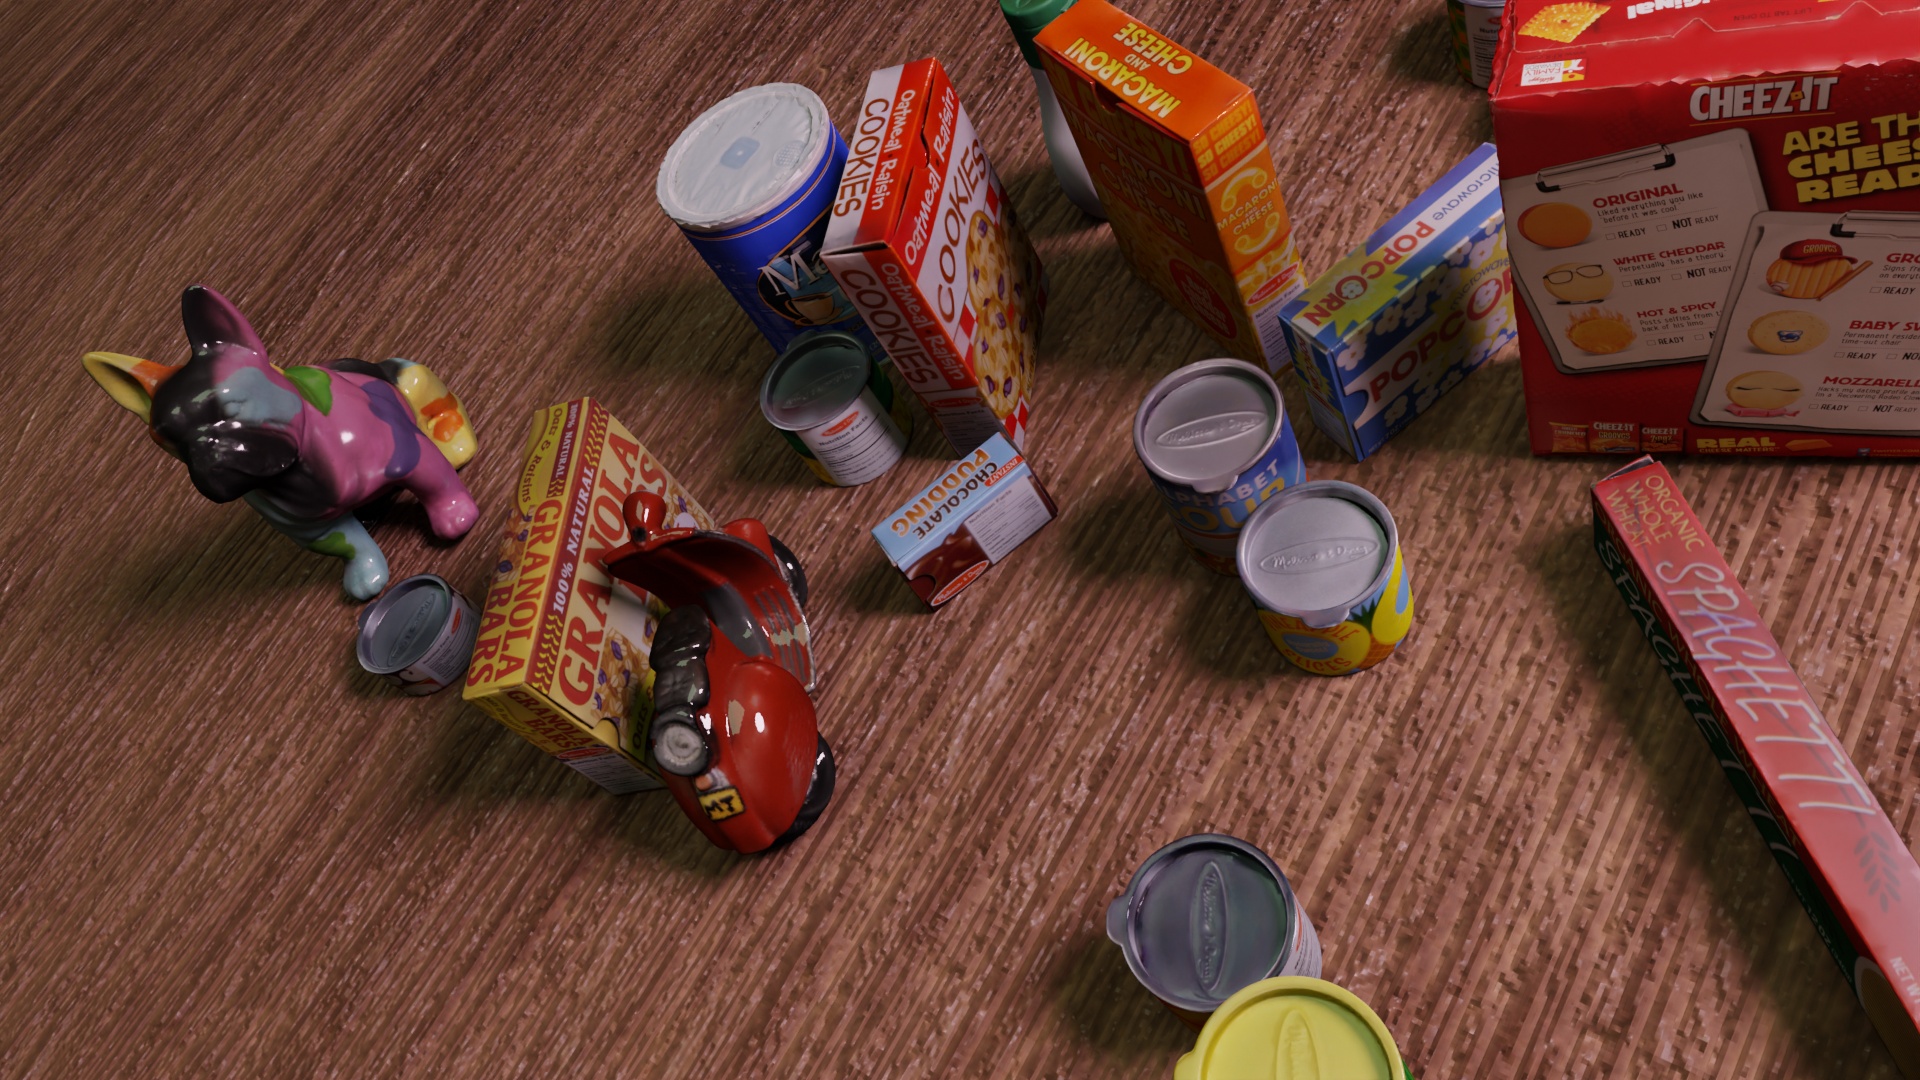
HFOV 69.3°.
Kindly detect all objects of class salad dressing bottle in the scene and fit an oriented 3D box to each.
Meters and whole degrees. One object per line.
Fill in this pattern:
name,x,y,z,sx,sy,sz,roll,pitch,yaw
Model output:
salad dressing bottle,0.065,-0.241,0.754,0.044,0.147,0.064,18,68,34

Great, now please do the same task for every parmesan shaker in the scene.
parmesan shaker,0.119,0.192,0.464,0.071,0.102,0.071,-13,54,19

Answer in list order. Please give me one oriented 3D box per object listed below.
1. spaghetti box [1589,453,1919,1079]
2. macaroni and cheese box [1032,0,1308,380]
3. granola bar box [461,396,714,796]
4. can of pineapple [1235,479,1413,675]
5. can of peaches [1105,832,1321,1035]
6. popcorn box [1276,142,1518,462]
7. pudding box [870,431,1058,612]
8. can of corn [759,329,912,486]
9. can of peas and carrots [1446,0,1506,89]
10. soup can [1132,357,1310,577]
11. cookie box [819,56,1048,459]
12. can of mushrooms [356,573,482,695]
spaghetti box,0.291,0.079,0.491,0.028,0.050,0.251,-22,52,12
macaroni and cheese box,0.107,-0.166,0.671,0.040,0.166,0.124,-39,50,-2
granola bar box,-0.181,0.029,0.708,0.039,0.124,0.166,-11,54,20
can of pineapple,0.156,0.018,0.593,0.071,0.057,0.071,-13,54,18
can of peaches,0.098,0.153,0.530,0.071,0.058,0.071,-13,54,18
popcorn box,0.211,-0.107,0.633,0.127,0.085,0.038,-39,50,-2
pudding box,0.002,-0.009,0.692,0.084,0.049,0.030,-39,50,-2
can of corn,-0.068,-0.073,0.764,0.071,0.058,0.071,-13,54,18
can of peas and carrots,0.291,-0.282,0.729,0.071,0.058,0.071,-13,54,18
soup can,0.121,-0.029,0.625,0.071,0.083,0.072,-13,54,18
cookie box,-0.005,-0.139,0.707,0.040,0.167,0.123,-4,57,24
can of mushrooms,-0.318,0.055,0.816,0.071,0.033,0.071,-13,54,18
